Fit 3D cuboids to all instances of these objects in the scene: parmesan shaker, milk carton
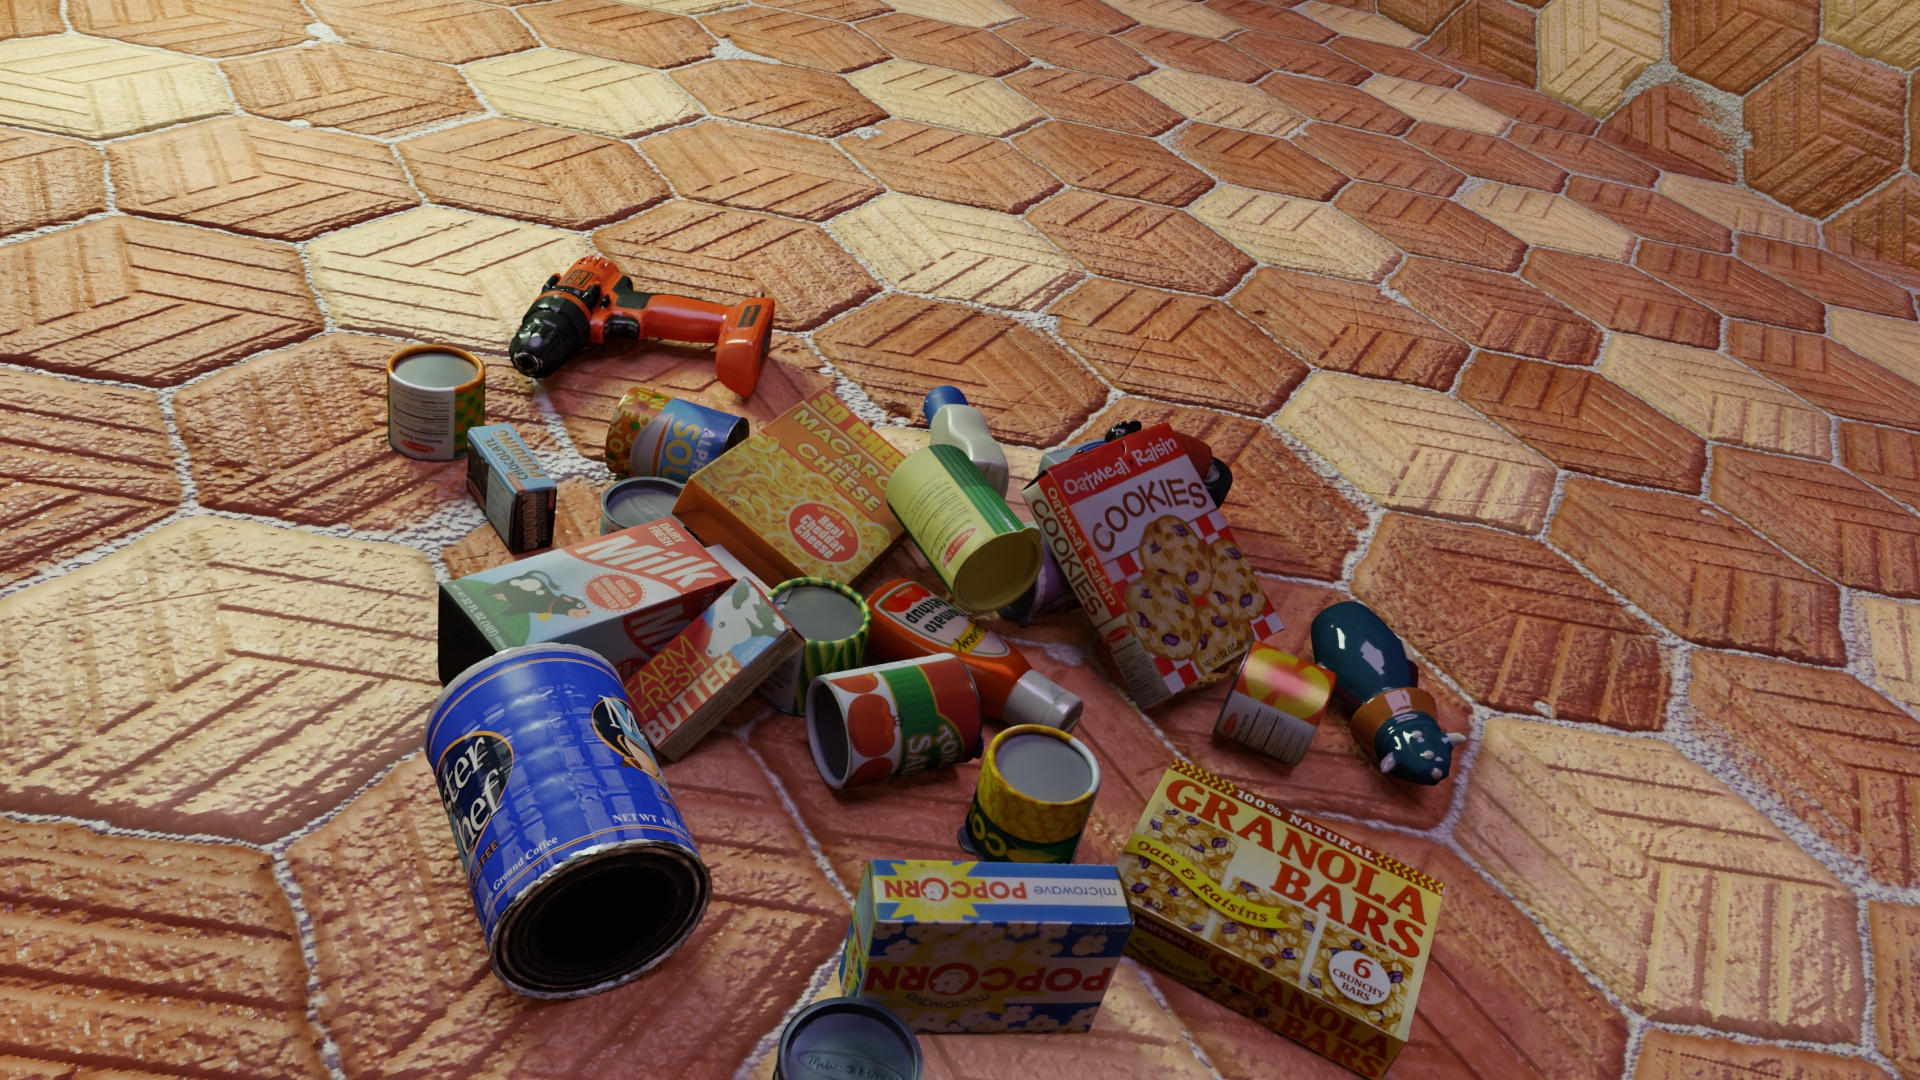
[{"bbox_3d":[0.003,-0.012,0.919,0.071,0.071,0.103,-8,41,-29],"label":"parmesan shaker"},{"bbox_3d":[-0.202,0.045,0.821,0.191,0.073,0.072,-20,47,-40],"label":"milk carton"}]

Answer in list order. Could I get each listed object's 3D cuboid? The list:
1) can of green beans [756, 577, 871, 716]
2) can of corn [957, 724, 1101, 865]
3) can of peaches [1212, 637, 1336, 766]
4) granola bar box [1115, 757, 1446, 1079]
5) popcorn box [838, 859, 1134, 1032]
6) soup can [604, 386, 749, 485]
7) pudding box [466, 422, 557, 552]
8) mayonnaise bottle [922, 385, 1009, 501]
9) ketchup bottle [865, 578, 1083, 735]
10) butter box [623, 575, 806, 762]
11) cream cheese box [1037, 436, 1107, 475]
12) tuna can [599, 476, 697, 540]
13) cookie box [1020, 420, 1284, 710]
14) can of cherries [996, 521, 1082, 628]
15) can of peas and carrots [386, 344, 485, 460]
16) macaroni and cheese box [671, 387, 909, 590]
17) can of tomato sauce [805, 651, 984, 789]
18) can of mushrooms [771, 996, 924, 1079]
[{"bbox_3d":[-0.090,0.064,0.848,0.071,0.057,0.071,10,34,-7],"label":"can of green beans"},{"bbox_3d":[0.038,0.146,0.776,0.071,0.058,0.071,10,34,-7],"label":"can of corn"},{"bbox_3d":[0.202,0.102,0.889,0.058,0.071,0.071,23,35,13],"label":"can of peaches"},{"bbox_3d":[0.169,0.201,0.760,0.166,0.038,0.125,24,36,15],"label":"granola bar box"},{"bbox_3d":[0.011,0.197,0.670,0.127,0.084,0.038,5,36,-14],"label":"popcorn box"},{"bbox_3d":[-0.202,-0.066,0.987,0.084,0.071,0.072,17,34,5],"label":"soup can"},{"bbox_3d":[-0.300,-0.036,0.924,0.030,0.049,0.084,-13,42,-37],"label":"pudding box"},{"bbox_3d":[0.001,-0.072,1.076,0.041,0.064,0.149,6,31,-17],"label":"mayonnaise bottle"},{"bbox_3d":[0.006,0.079,0.875,0.149,0.043,0.065,30,30,22],"label":"ketchup bottle"},{"bbox_3d":[-0.144,0.073,0.795,0.103,0.024,0.053,-42,55,-6],"label":"butter box"},{"bbox_3d":[0.118,-0.058,1.128,0.104,0.024,0.053,-18,46,-38],"label":"cream cheese box"},{"bbox_3d":[-0.207,-0.012,0.938,0.071,0.032,0.071,10,34,-7],"label":"tuna can"},{"bbox_3d":[0.131,0.013,0.938,0.123,0.040,0.167,-23,81,-38],"label":"cookie box"},{"bbox_3d":[0.057,0.021,0.958,0.058,0.071,0.072,-9,40,-32],"label":"can of cherries"},{"bbox_3d":[-0.370,-0.099,0.982,0.071,0.058,0.071,10,34,-7],"label":"can of peas and carrots"},{"bbox_3d":[-0.100,-0.027,0.962,0.124,0.040,0.167,40,37,4],"label":"macaroni and cheese box"},{"bbox_3d":[-0.038,0.105,0.801,0.083,0.070,0.071,-8,40,-28],"label":"can of tomato sauce"},{"bbox_3d":[-0.052,0.245,0.624,0.071,0.033,0.071,10,34,-7],"label":"can of mushrooms"}]
